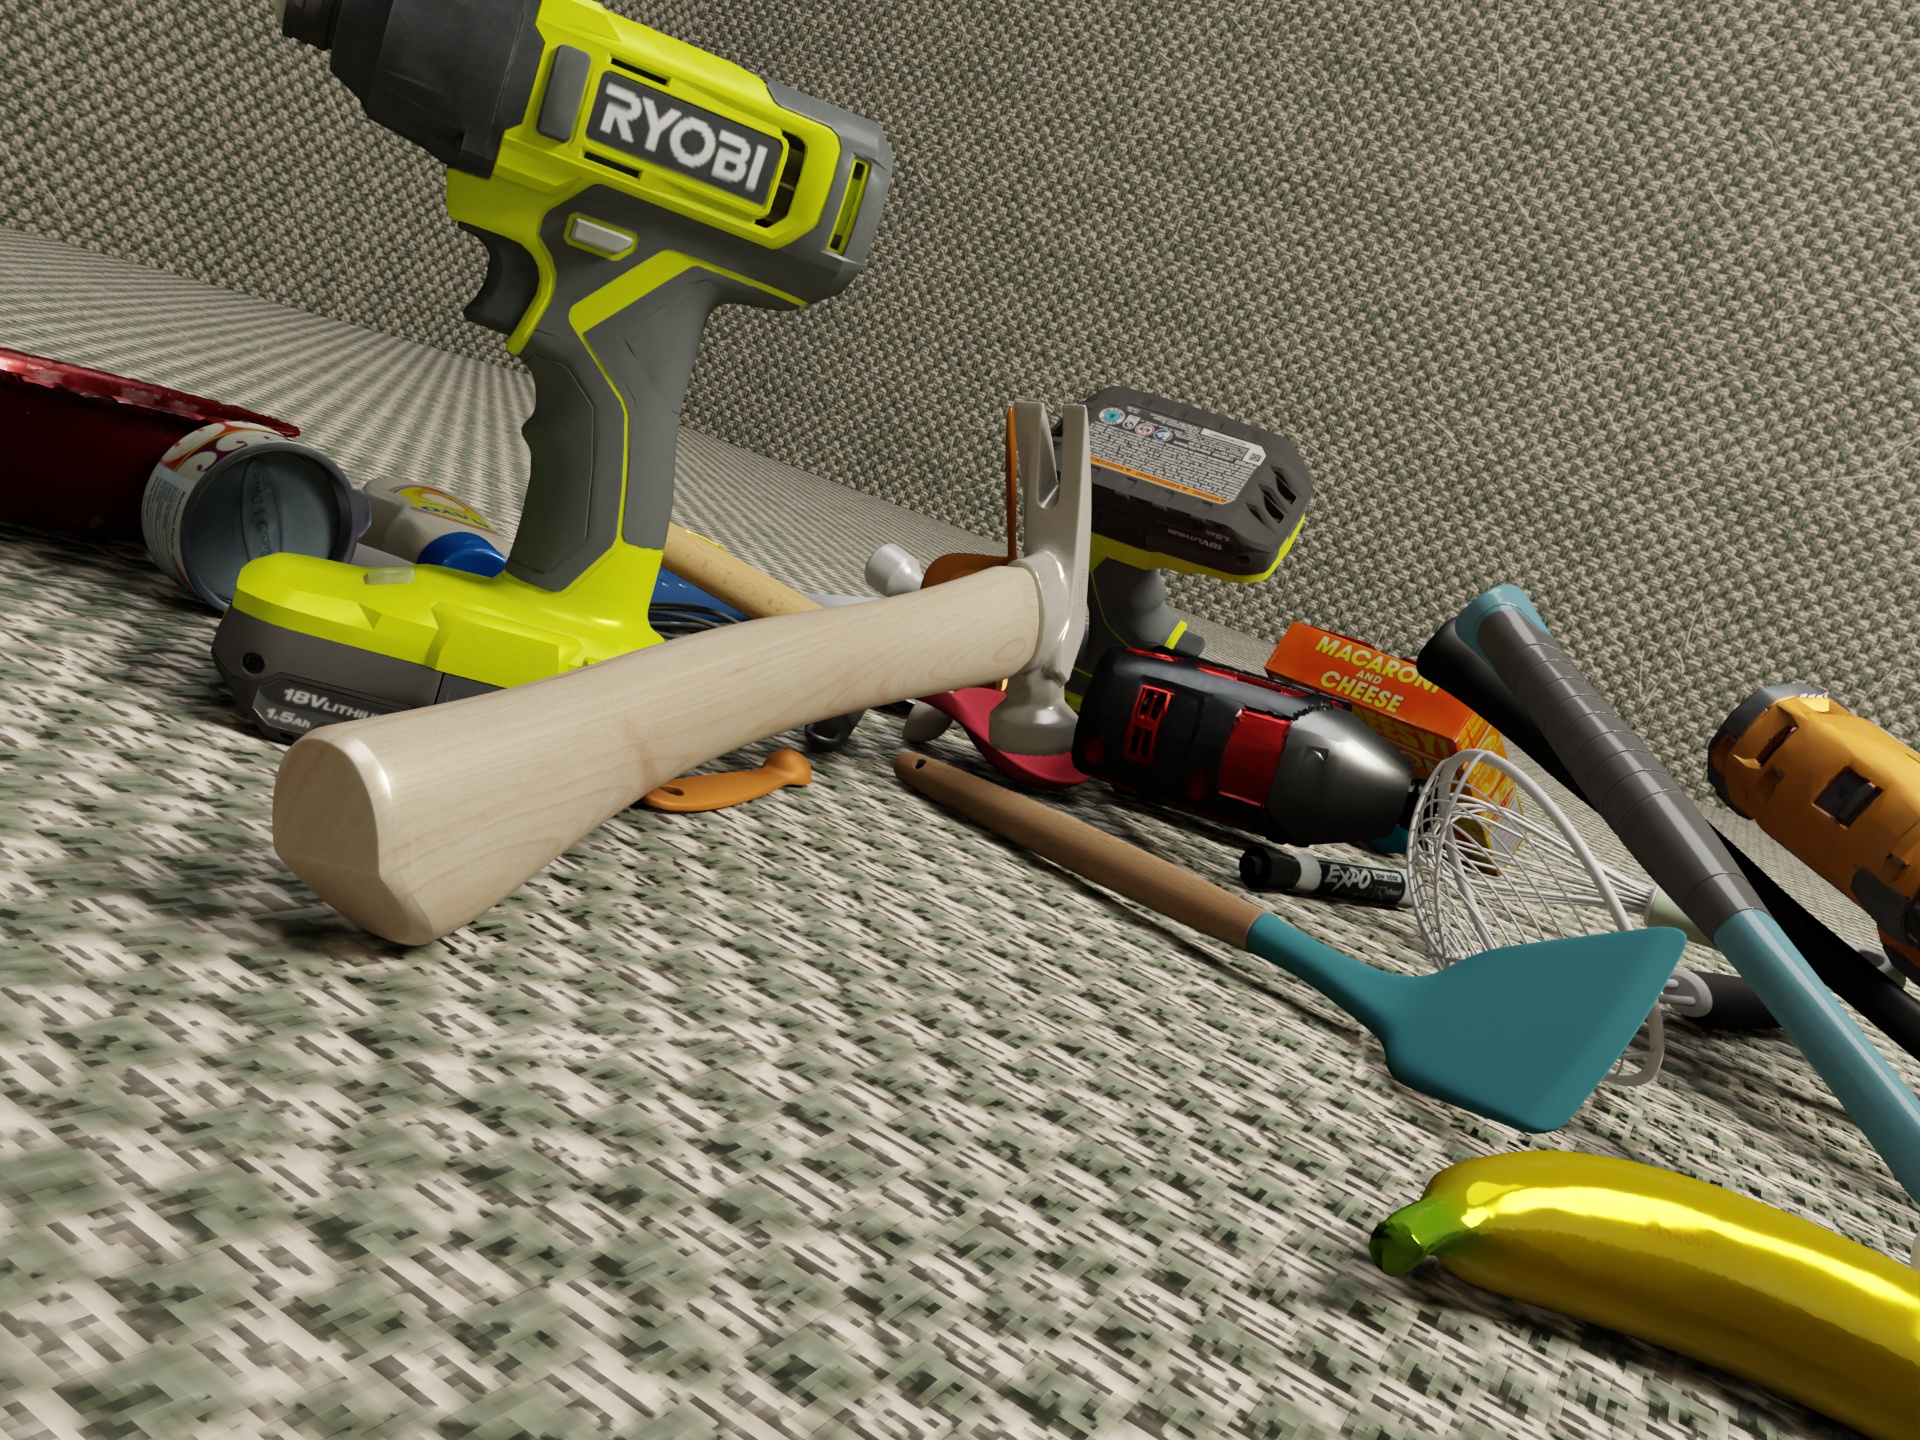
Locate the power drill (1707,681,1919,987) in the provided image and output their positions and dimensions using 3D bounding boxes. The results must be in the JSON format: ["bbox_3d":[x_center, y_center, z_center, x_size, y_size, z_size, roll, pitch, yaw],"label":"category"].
[{"bbox_3d":[0.418,0.084,0.628,0.226,0.084,0.186,27,18,-35],"label":"power drill"}]

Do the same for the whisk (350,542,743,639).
[{"bbox_3d":[-0.173,-0.039,0.612,0.239,0.055,0.055,16,9,9],"label":"whisk"}]

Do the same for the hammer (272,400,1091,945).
[{"bbox_3d":[-0.042,-0.027,0.498,0.038,0.146,0.410,7,13,23],"label":"hammer"}]

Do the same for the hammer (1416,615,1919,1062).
[{"bbox_3d":[0.322,0.073,0.641,0.335,0.035,0.146,41,11,9],"label":"hammer"}]

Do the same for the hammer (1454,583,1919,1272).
[{"bbox_3d":[0.244,0.058,0.511,0.128,0.033,0.331,34,24,-34],"label":"hammer"}]

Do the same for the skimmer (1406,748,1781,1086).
[{"bbox_3d":[0.294,0.092,0.646,0.363,0.090,0.127,13,38,-43],"label":"skimmer"}]

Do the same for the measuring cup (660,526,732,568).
[{"bbox_3d":[-0.133,-0.073,0.982,0.156,0.029,0.062,34,16,16],"label":"measuring cup"}]

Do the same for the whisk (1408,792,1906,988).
[{"bbox_3d":[0.348,0.091,0.818,0.246,0.059,0.058,19,41,30],"label":"whisk"}]

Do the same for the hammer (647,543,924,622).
[{"bbox_3d":[-0.094,-0.066,0.909,0.144,0.035,0.405,36,18,23],"label":"hammer"}]

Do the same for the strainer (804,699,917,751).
[{"bbox_3d":[-0.046,-0.019,0.774,0.087,0.050,0.258,27,12,-2],"label":"strainer"}]

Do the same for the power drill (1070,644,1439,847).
[{"bbox_3d":[0.127,0.014,0.706,0.143,0.078,0.219,17,2,7],"label":"power drill"}]

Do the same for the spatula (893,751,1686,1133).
[{"bbox_3d":[0.083,0.056,0.558,0.318,0.082,0.044,22,-34,41],"label":"spatula"}]

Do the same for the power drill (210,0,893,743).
[{"bbox_3d":[-0.134,-0.099,0.475,0.171,0.223,0.080,15,9,-21],"label":"power drill"}]

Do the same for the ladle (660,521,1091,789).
[{"bbox_3d":[-0.038,-0.026,0.660,0.315,0.031,0.069,29,17,-51],"label":"ladle"}]

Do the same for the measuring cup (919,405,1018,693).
[{"bbox_3d":[0.004,-0.090,0.883,0.052,0.173,0.095,5,24,9],"label":"measuring cup"}]

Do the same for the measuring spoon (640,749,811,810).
[{"bbox_3d":[-0.080,0.019,0.557,0.021,0.011,0.117,22,10,16],"label":"measuring spoon"}]

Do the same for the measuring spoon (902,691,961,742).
[{"bbox_3d":[-0.001,-0.003,0.800,0.018,0.034,0.124,31,7,12],"label":"measuring spoon"}]

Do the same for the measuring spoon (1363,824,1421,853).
[{"bbox_3d":[0.202,0.049,0.916,0.129,0.042,0.021,15,32,25],"label":"measuring spoon"}]

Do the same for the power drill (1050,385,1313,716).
[{"bbox_3d":[0.121,-0.053,0.861,0.191,0.080,0.228,22,-35,21],"label":"power drill"}]
